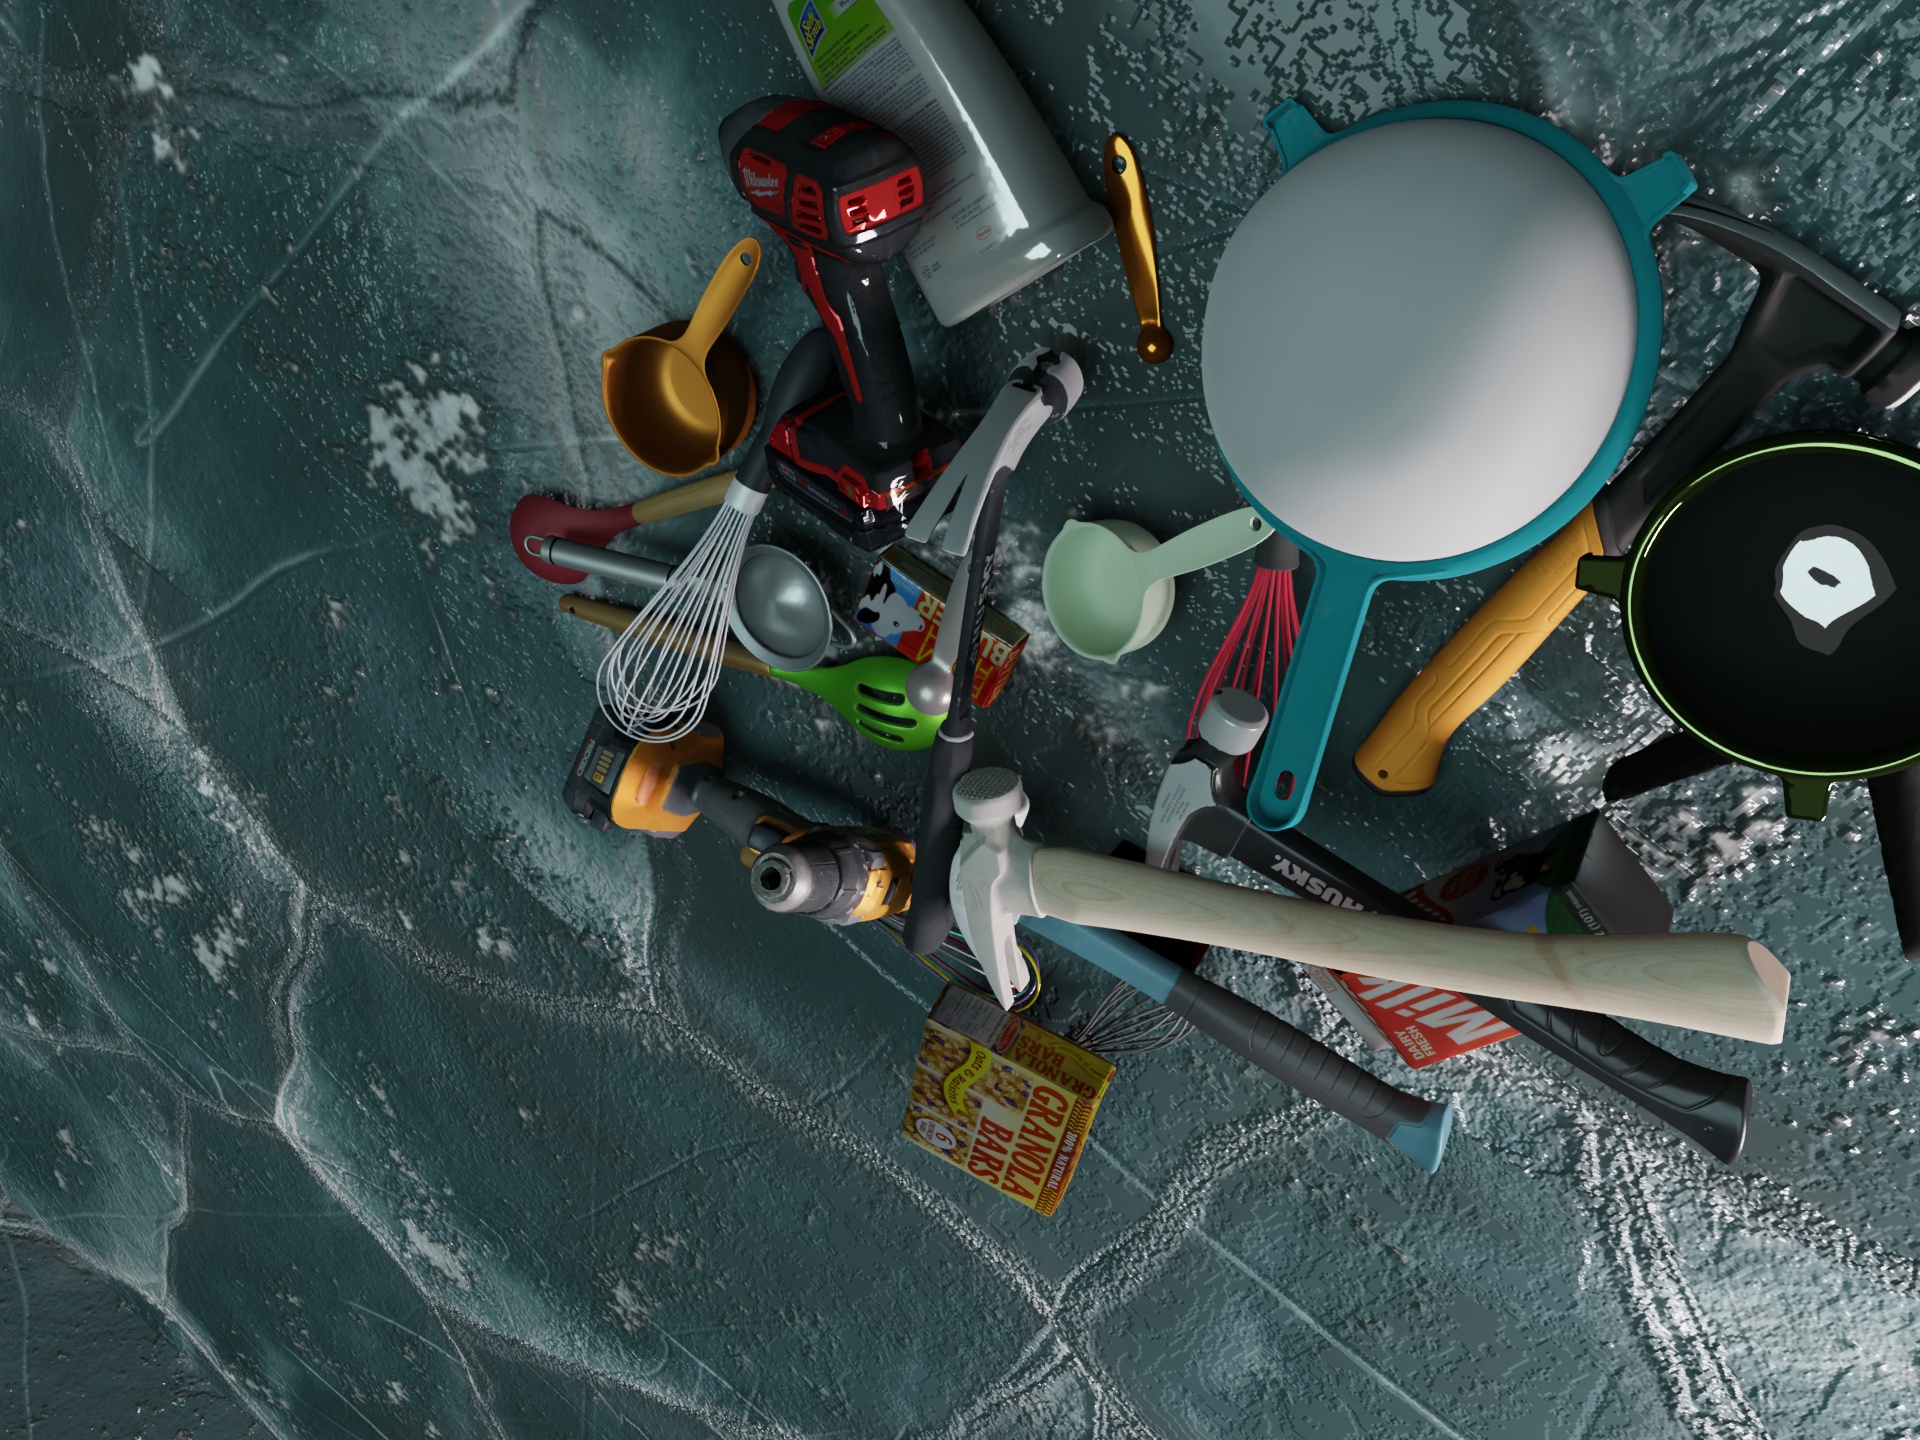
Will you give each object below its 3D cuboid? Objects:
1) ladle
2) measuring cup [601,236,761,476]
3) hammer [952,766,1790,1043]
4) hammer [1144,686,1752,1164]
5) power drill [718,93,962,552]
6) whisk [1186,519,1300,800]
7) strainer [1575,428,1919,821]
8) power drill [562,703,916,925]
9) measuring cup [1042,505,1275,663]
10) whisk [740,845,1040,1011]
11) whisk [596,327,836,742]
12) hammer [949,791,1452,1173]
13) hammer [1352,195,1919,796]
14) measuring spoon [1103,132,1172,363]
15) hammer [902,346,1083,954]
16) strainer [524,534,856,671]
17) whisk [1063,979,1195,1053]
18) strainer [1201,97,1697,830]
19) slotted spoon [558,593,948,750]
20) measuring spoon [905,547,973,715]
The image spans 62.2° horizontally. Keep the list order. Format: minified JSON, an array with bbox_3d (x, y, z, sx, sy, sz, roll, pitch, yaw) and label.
[{"bbox_3d":[-0.188,-0.139,1.031,0.315,0.031,0.069,-10,116,34],"label":"ladle"},{"bbox_3d":[-0.145,-0.221,0.935,0.095,0.052,0.173,43,130,2],"label":"measuring cup"},{"bbox_3d":[0.187,0.116,0.805,0.411,0.038,0.146,7,121,29],"label":"hammer"},{"bbox_3d":[0.246,0.122,0.818,0.335,0.035,0.146,32,129,13],"label":"hammer"},{"bbox_3d":[-0.066,-0.211,0.827,0.143,0.078,0.219,39,150,41],"label":"power drill"},{"bbox_3d":[0.164,-0.065,0.837,0.073,0.073,0.295,15,120,24],"label":"whisk"},{"bbox_3d":[0.392,-0.084,0.638,0.151,0.069,0.256,50,131,7],"label":"strainer"},{"bbox_3d":[-0.147,0.066,1.034,0.226,0.185,0.084,25,95,19],"label":"power drill"},{"bbox_3d":[0.112,-0.084,0.847,0.167,0.038,0.083,-20,87,48],"label":"measuring cup"},{"bbox_3d":[-0.054,0.141,1.112,0.245,0.051,0.047,22,134,22],"label":"whisk"},{"bbox_3d":[-0.144,-0.108,0.958,0.070,0.070,0.284,33,109,10],"label":"whisk"},{"bbox_3d":[0.139,0.164,0.941,0.331,0.033,0.128,30,130,12],"label":"hammer"},{"bbox_3d":[0.287,-0.081,0.763,0.127,0.034,0.336,37,131,6],"label":"hammer"},{"bbox_3d":[0.088,-0.236,0.805,0.021,0.011,0.116,1,119,31],"label":"measuring spoon"},{"bbox_3d":[-0.001,-0.003,0.910,0.036,0.149,0.408,21,134,13],"label":"hammer"},{"bbox_3d":[-0.173,-0.090,1.026,0.258,0.050,0.086,15,122,18],"label":"strainer"},{"bbox_3d":[0.081,0.220,1.075,0.055,0.055,0.239,48,135,-2],"label":"whisk"},{"bbox_3d":[0.167,-0.105,0.703,0.211,0.095,0.340,23,108,32],"label":"strainer"},{"bbox_3d":[-0.145,-0.041,1.065,0.314,0.031,0.070,17,126,24],"label":"slotted spoon"},{"bbox_3d":[-0.008,-0.050,0.943,0.034,0.018,0.124,30,128,13],"label":"measuring spoon"}]
